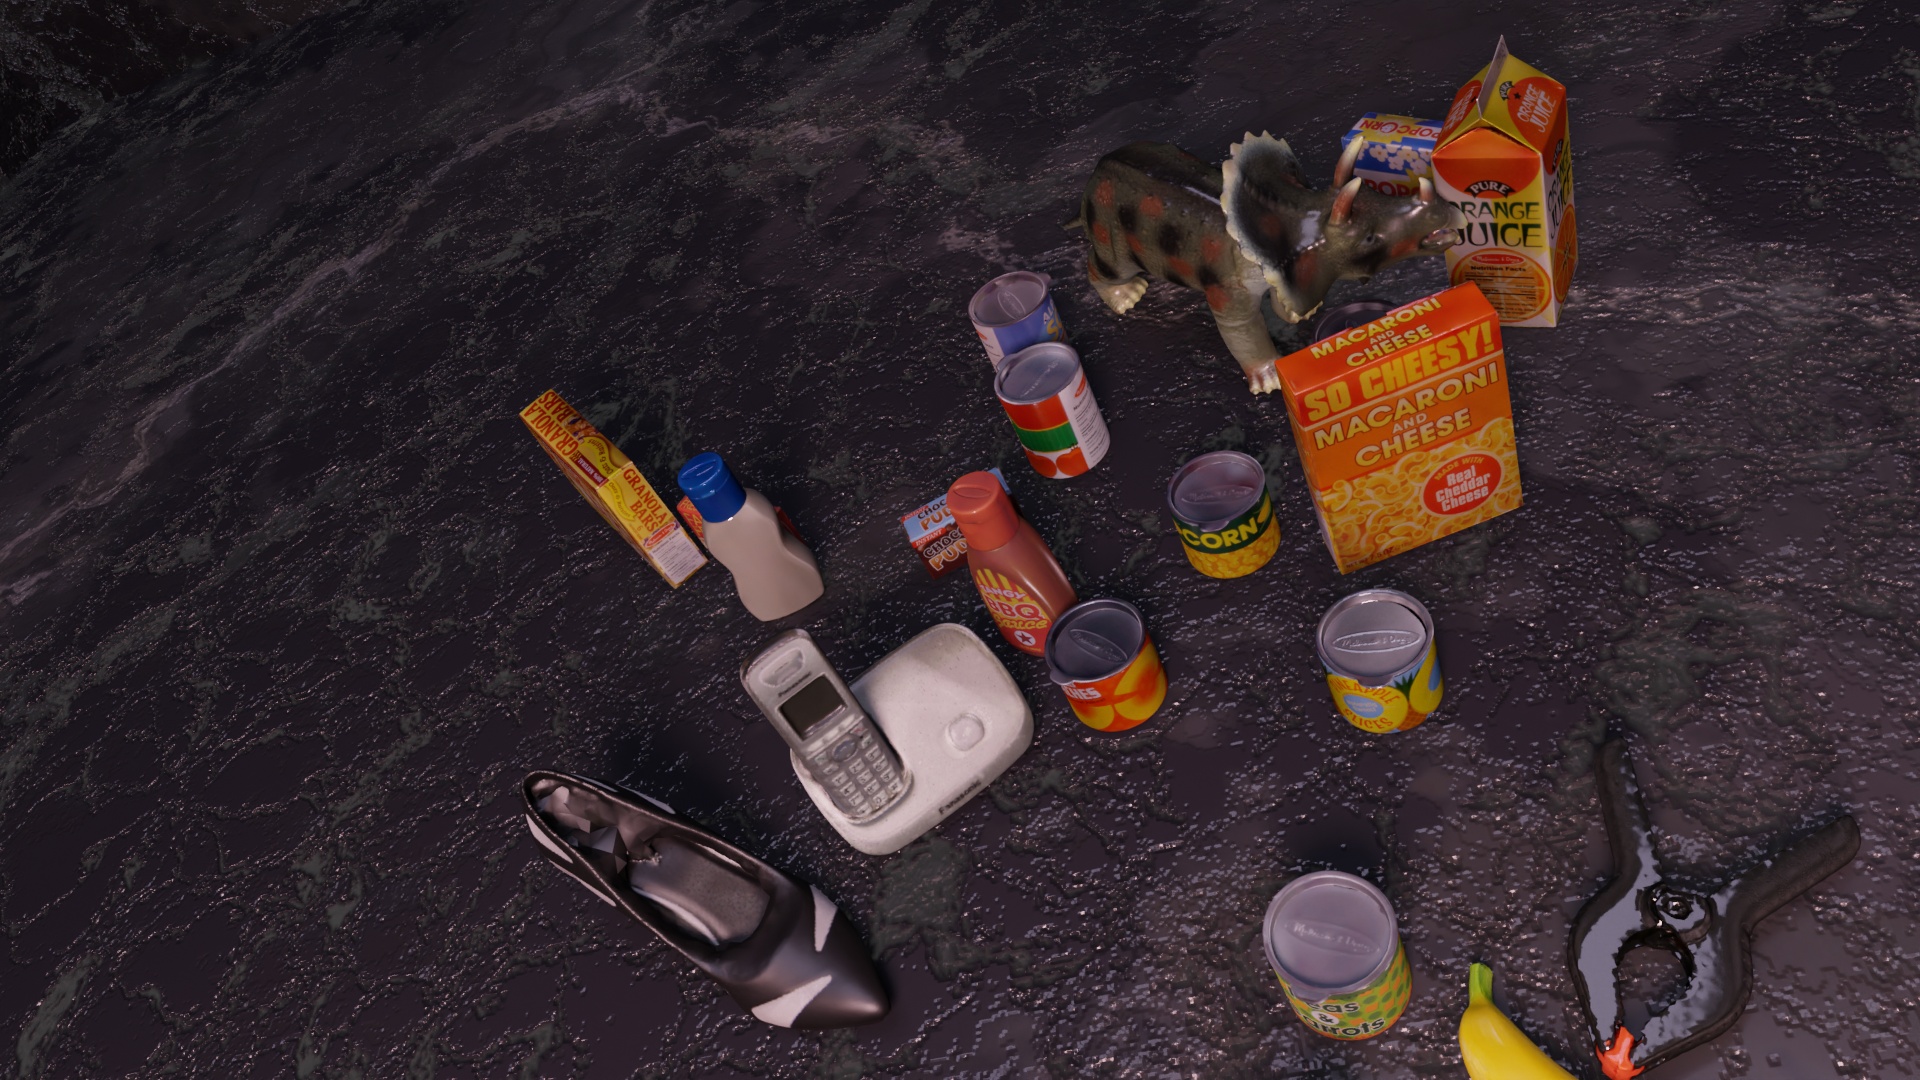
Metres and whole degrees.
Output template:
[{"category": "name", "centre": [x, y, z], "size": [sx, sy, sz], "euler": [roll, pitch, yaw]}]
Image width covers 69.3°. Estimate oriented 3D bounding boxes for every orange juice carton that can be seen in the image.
[{"category": "orange juice carton", "centre": [0.371, -0.240, 0.946], "size": [0.073, 0.192, 0.072], "euler": [9, 54, 34]}]

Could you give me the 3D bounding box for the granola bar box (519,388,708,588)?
[{"category": "granola bar box", "centre": [-0.289, -0.044, 1.151], "size": [0.039, 0.123, 0.166], "euler": [-41, 44, -13]}]

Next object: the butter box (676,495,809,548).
[{"category": "butter box", "centre": [-0.175, -0.010, 1.112], "size": [0.103, 0.053, 0.024], "euler": [12, 56, 35]}]

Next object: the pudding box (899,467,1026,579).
[{"category": "pudding box", "centre": [0.004, -0.013, 1.025], "size": [0.084, 0.049, 0.030], "euler": [-28, 43, 1]}]

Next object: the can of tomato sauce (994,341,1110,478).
[{"category": "can of tomato sauce", "centre": [0.068, -0.098, 1.047], "size": [0.071, 0.082, 0.071], "euler": [-15, 44, 15]}]

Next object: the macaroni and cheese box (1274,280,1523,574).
[{"category": "macaroni and cheese box", "centre": [0.270, -0.065, 0.850], "size": [0.123, 0.165, 0.040], "euler": [-22, 43, 7]}]

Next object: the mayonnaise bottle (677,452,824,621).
[{"category": "mayonnaise bottle", "centre": [-0.157, -0.003, 1.026], "size": [0.065, 0.147, 0.041], "euler": [-25, 43, 4]}]

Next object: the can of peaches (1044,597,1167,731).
[{"category": "can of peaches", "centre": [0.092, 0.081, 0.883], "size": [0.071, 0.057, 0.071], "euler": [-15, 44, 15]}]

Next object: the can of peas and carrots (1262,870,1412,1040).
[{"category": "can of peas and carrots", "centre": [0.191, 0.213, 0.705], "size": [0.071, 0.058, 0.071], "euler": [-15, 44, 15]}]

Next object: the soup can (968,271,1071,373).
[{"category": "soup can", "centre": [0.054, -0.165, 1.119], "size": [0.071, 0.083, 0.072], "euler": [-15, 44, 15]}]

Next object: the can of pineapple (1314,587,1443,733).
[{"category": "can of pineapple", "centre": [0.245, 0.072, 0.812], "size": [0.071, 0.057, 0.071], "euler": [-15, 44, 15]}]

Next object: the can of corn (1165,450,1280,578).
[{"category": "can of corn", "centre": [0.177, -0.015, 0.930], "size": [0.071, 0.058, 0.071], "euler": [-15, 44, 15]}]

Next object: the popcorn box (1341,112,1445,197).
[{"category": "popcorn box", "centre": [0.362, -0.276, 1.064], "size": [0.127, 0.085, 0.038], "euler": [24, 64, 41]}]

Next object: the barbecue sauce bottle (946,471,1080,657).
[{"category": "barbecue sauce bottle", "centre": [0.034, 0.016, 0.908], "size": [0.065, 0.148, 0.044], "euler": [10, 55, 34]}]

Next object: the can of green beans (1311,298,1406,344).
[{"category": "can of green beans", "centre": [0.287, -0.127, 0.981], "size": [0.071, 0.057, 0.071], "euler": [-15, 44, 15]}]
